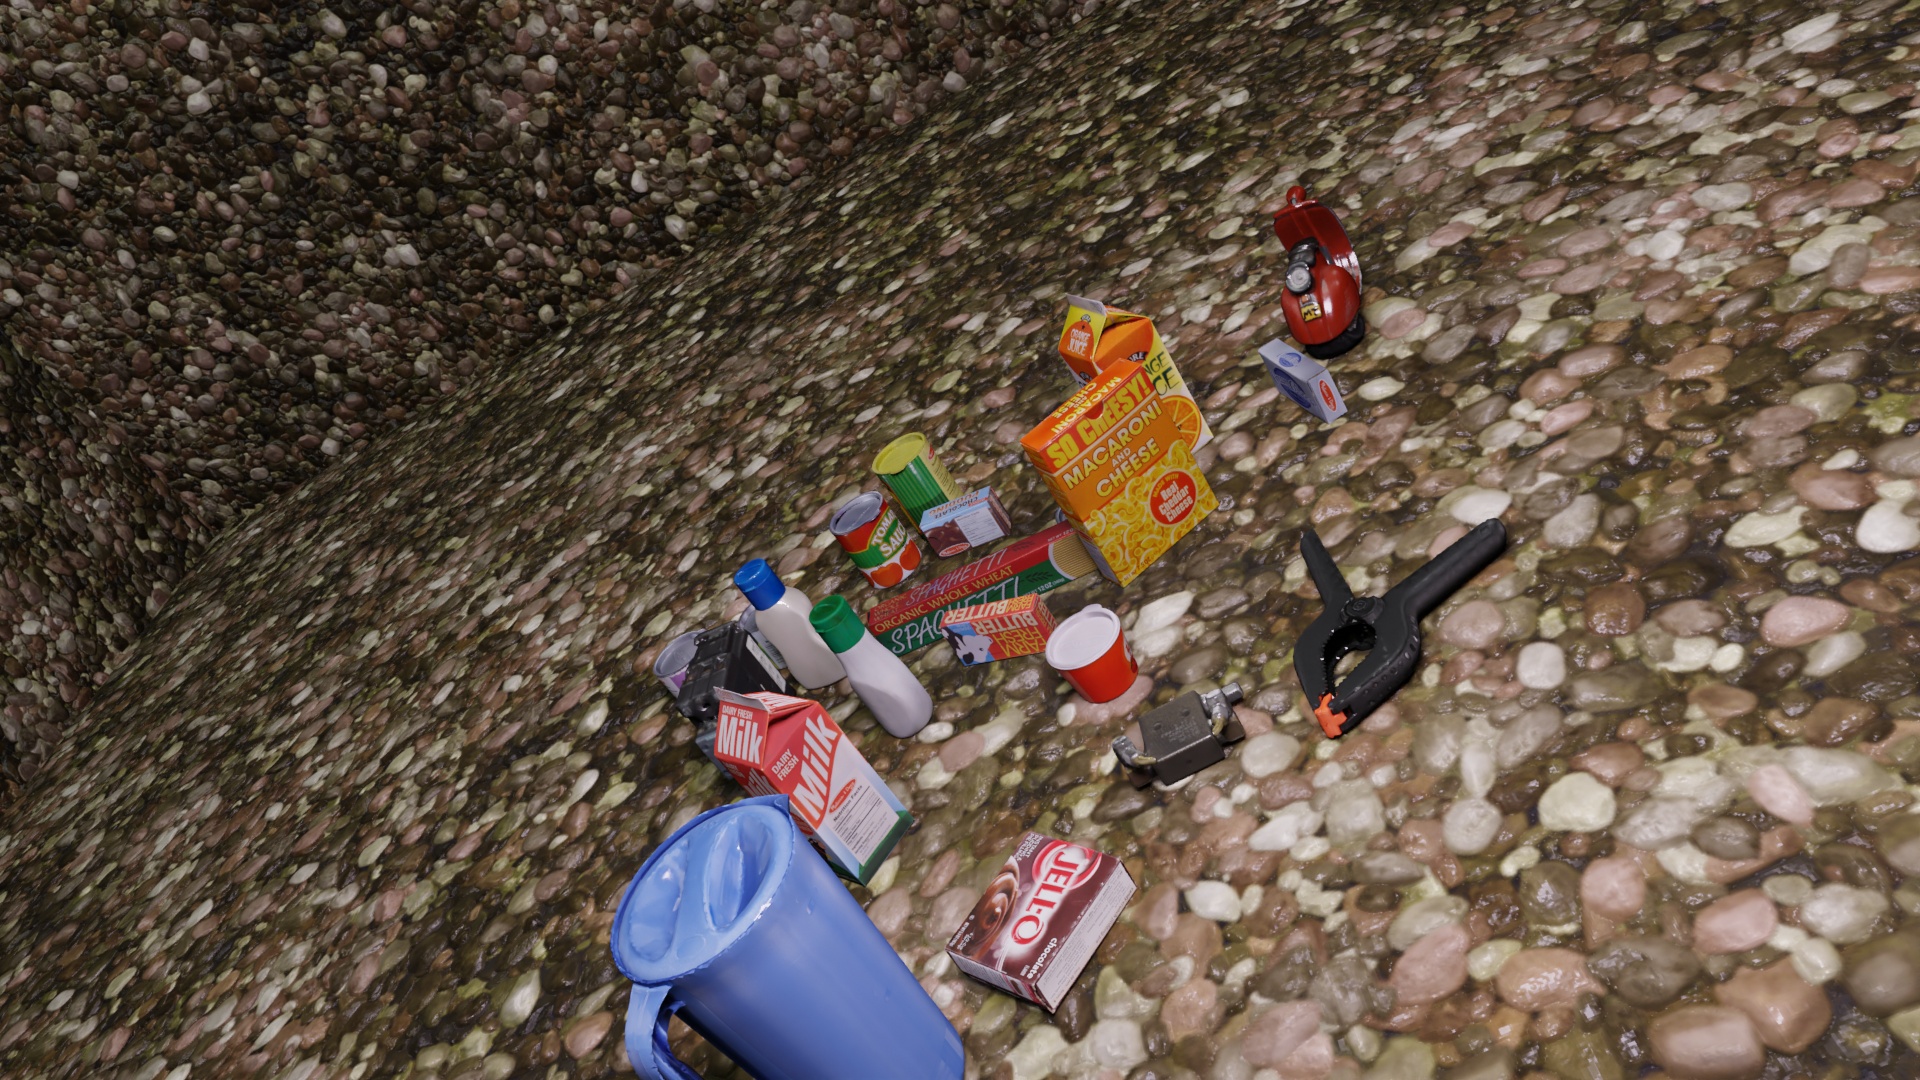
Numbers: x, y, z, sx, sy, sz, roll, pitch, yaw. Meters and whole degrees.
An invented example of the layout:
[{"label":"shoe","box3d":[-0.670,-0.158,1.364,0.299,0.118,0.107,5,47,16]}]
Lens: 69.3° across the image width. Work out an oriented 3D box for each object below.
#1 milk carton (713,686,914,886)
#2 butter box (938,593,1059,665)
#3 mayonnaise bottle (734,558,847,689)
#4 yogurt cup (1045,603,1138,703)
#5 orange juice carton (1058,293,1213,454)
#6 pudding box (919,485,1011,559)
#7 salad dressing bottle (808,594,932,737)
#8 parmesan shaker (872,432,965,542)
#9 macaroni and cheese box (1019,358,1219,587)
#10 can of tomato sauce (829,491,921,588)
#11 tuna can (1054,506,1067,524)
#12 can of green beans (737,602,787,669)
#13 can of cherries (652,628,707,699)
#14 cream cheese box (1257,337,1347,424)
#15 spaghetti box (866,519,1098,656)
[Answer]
[{"label":"milk carton","box3d":[-0.128,0.187,1.123,0.072,0.190,0.074,3,46,48]},{"label":"butter box","box3d":[0.037,0.081,1.258,0.103,0.053,0.024,-14,35,33]},{"label":"mayonnaise bottle","box3d":[-0.166,0.082,1.366,0.064,0.147,0.041,-22,31,22]},{"label":"yogurt cup","box3d":[0.112,0.098,1.155,0.072,0.053,0.073,-25,30,16]},{"label":"orange juice carton","box3d":[0.162,-0.159,1.348,0.073,0.192,0.072,-39,29,-8]},{"label":"pudding box","box3d":[0.005,-0.018,1.444,0.083,0.049,0.030,-21,31,22]},{"label":"salad dressing bottle","box3d":[-0.080,0.112,1.233,0.064,0.147,0.044,-2,43,45]},{"label":"parmesan shaker","box3d":[-0.040,-0.054,1.490,0.071,0.102,0.072,-25,30,16]},{"label":"macaroni and cheese box","box3d":[0.145,-0.060,1.243,0.124,0.166,0.040,-40,29,-11]},{"label":"can of tomato sauce","box3d":[-0.088,0.000,1.477,0.071,0.083,0.071,-25,30,16]},{"label":"tuna can","box3d":[0.128,-0.022,1.342,0.071,0.032,0.071,-25,30,16]},{"label":"can of green beans","box3d":[-0.193,0.093,1.469,0.071,0.057,0.071,-25,30,16]},{"label":"can of cherries","box3d":[-0.284,0.139,1.493,0.071,0.058,0.072,-25,30,16]},{"label":"cream cheese box","box3d":[0.323,-0.152,1.318,0.024,0.053,0.104,-34,29,1]},{"label":"spaghetti box","box3d":[0.027,0.044,1.328,0.249,0.050,0.029,-25,30,16]}]
